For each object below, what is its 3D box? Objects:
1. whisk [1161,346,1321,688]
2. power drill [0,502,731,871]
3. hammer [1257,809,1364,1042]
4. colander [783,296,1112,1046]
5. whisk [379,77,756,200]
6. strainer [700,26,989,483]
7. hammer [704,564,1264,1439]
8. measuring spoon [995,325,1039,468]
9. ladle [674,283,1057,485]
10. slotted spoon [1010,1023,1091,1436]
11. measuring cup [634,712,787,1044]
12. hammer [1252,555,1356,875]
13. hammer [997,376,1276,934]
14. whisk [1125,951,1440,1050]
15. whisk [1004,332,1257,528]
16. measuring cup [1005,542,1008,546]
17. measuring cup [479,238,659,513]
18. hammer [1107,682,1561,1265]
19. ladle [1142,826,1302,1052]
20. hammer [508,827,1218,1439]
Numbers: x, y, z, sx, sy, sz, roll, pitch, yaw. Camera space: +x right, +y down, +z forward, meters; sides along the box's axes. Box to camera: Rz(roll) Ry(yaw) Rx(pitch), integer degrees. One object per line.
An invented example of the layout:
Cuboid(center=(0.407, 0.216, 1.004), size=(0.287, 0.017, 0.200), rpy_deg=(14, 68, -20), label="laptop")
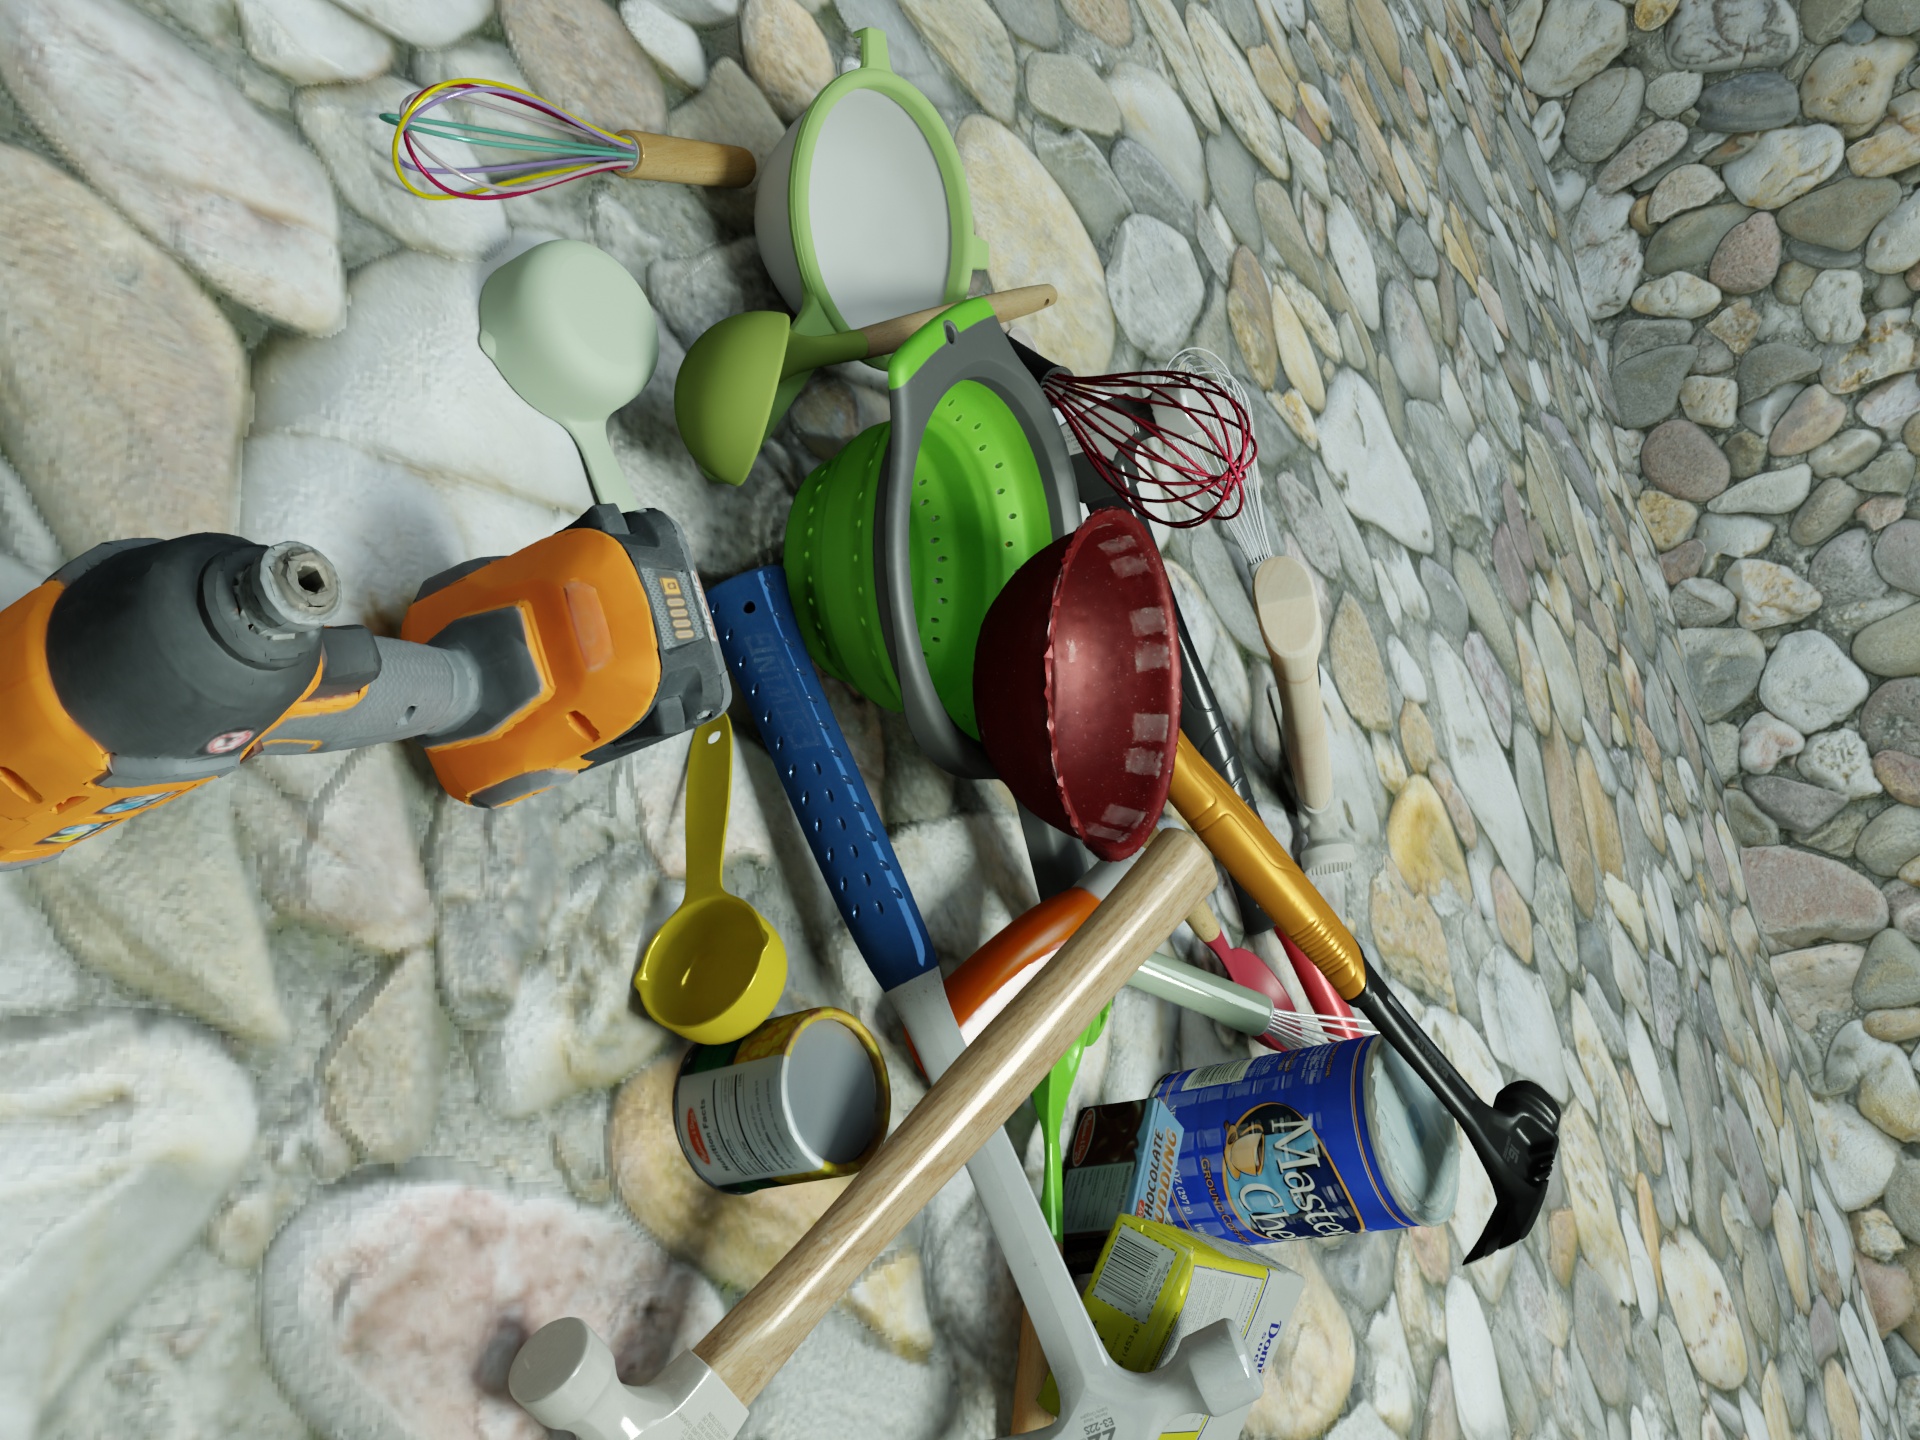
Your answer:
Cuboid(center=(0.218, -0.144, 1.195), size=(0.070, 0.070, 0.284), rpy_deg=(-43, 114, -54), label="whisk")
Cuboid(center=(-0.174, -0.016, 0.479), size=(0.226, 0.164, 0.084), rpy_deg=(-11, 82, -58), label="power drill")
Cuboid(center=(0.202, 0.098, 1.046), size=(0.386, 0.038, 0.143), rpy_deg=(65, 13, 1), label="hammer")
Cuboid(center=(-0.001, -0.003, 0.799), size=(0.204, 0.094, 0.396), rpy_deg=(-50, 133, -51), label="colander")
Cuboid(center=(-0.169, -0.258, 0.726), size=(0.245, 0.051, 0.047), rpy_deg=(-28, 124, -60), label="whisk")
Cuboid(center=(-0.082, -0.218, 0.815), size=(0.151, 0.069, 0.256), rpy_deg=(56, 52, -43), label="strainer")
Cuboid(center=(-0.022, 0.124, 0.685), size=(0.035, 0.144, 0.405), rpy_deg=(53, 12, -81), label="hammer")
Cuboid(center=(0.025, -0.195, 0.989), size=(0.034, 0.018, 0.124), rpy_deg=(41, 50, -36), label="measuring spoon")
Cuboid(center=(-0.027, -0.184, 0.790), size=(0.062, 0.078, 0.320), rpy_deg=(38, 37, 16), label="ladle")
Cuboid(center=(0.038, 0.269, 0.741), size=(0.070, 0.031, 0.314), rpy_deg=(72, 22, -59), label="slotted spoon")
Cuboid(center=(-0.098, 0.061, 0.655), size=(0.029, 0.062, 0.157), rpy_deg=(52, 25, -45), label="measuring cup")
Cuboid(center=(0.211, -0.017, 0.994), size=(0.410, 0.038, 0.146), rpy_deg=(51, 29, -67), label="hammer")
Cuboid(center=(0.125, -0.024, 0.938), size=(0.035, 0.146, 0.334), rpy_deg=(-41, 113, -54), label="hammer")
Cuboid(center=(0.180, 0.174, 0.921), size=(0.246, 0.059, 0.058), rpy_deg=(23, 16, -18), label="whisk")
Cuboid(center=(0.062, -0.173, 0.849), size=(0.073, 0.073, 0.296), rpy_deg=(37, 3, -39), label="whisk")
Cuboid(center=(0.036, -0.067, 0.893), size=(0.173, 0.095, 0.052), rpy_deg=(47, 57, 4), label="measuring cup")
Cuboid(center=(-0.147, -0.127, 0.682), size=(0.083, 0.038, 0.167), rpy_deg=(-21, 89, -56), label="measuring cup")
Cuboid(center=(0.180, 0.113, 0.810), size=(0.337, 0.034, 0.127), rpy_deg=(50, 35, 2), label="hammer")
Cuboid(center=(0.137, 0.110, 0.921), size=(0.315, 0.031, 0.069), rpy_deg=(52, 21, -44), label="ladle")
Cuboid(center=(-0.009, 0.163, 0.609), size=(0.331, 0.031, 0.130), rpy_deg=(-43, 123, -25), label="hammer")
